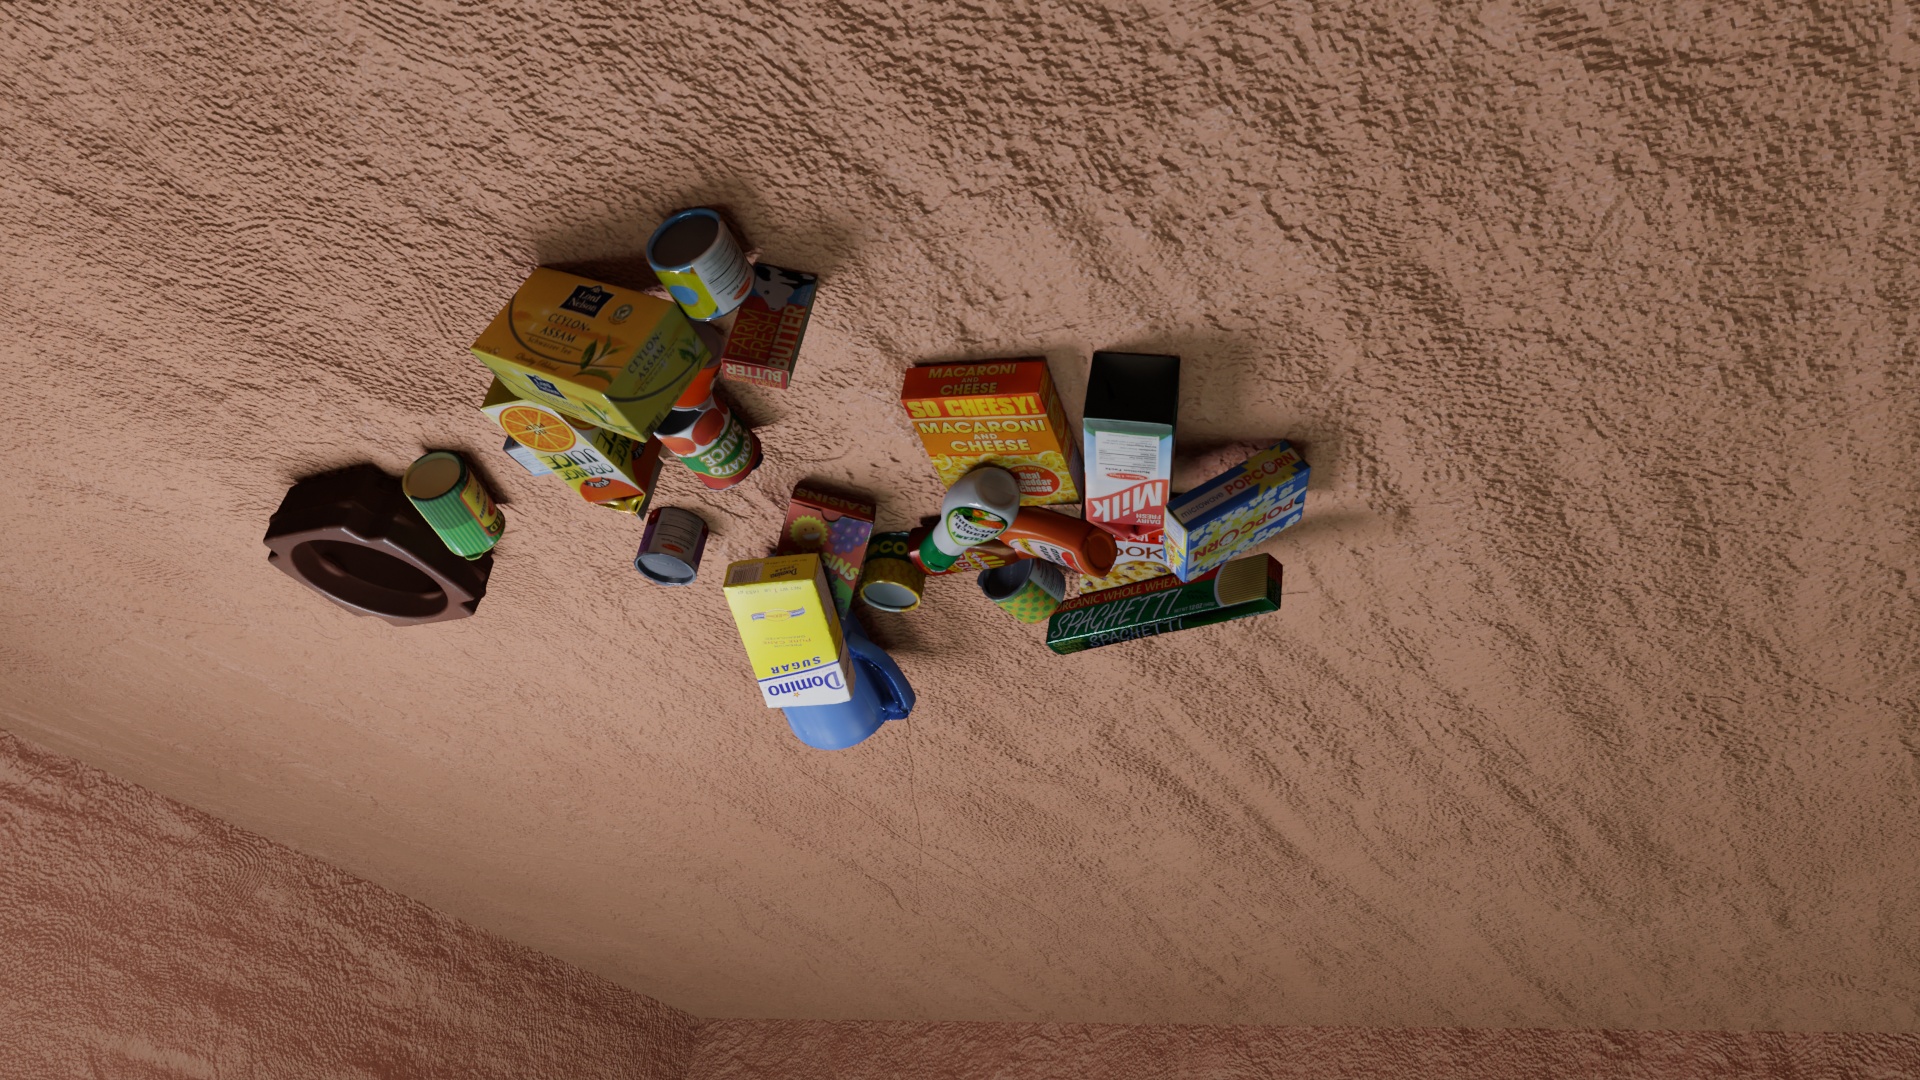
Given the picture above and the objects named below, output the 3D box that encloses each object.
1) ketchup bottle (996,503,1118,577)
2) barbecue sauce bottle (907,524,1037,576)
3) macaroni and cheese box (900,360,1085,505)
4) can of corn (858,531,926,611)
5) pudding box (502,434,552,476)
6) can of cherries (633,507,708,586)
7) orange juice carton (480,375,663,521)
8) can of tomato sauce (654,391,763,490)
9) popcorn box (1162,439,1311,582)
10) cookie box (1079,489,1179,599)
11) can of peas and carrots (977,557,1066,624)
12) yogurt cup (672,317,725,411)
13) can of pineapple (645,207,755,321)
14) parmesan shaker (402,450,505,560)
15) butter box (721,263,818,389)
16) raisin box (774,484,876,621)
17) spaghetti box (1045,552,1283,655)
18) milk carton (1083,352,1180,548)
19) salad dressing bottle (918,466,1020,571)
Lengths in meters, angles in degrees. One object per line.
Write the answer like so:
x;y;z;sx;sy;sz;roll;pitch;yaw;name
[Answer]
0.072;-0.009;1.287;0.149;0.043;0.064;19;164;39;ketchup bottle
0.026;0.004;1.370;0.148;0.044;0.064;-7;152;25;barbecue sauce bottle
0.031;-0.091;1.216;0.124;0.040;0.165;-1;148;18;macaroni and cheese box
-0.067;0.032;1.430;0.071;0.058;0.070;7;149;5;can of corn
-0.396;-0.092;1.352;0.083;0.030;0.049;-9;143;28;pudding box
-0.304;0.008;1.461;0.071;0.058;0.071;7;149;4;can of cherries
-0.342;-0.098;1.286;0.073;0.072;0.192;-7;144;28;orange juice carton
-0.229;-0.095;1.260;0.071;0.071;0.083;-7;144;27;can of tomato sauce
0.237;-0.024;1.202;0.127;0.038;0.084;-28;148;-11;popcorn box
0.178;0.014;1.345;0.123;0.040;0.166;5;150;8;cookie box
0.062;0.044;1.403;0.071;0.071;0.058;-17;140;37;can of peas and carrots
-0.233;-0.152;1.175;0.072;0.073;0.053;23;139;-19;yogurt cup
-0.200;-0.212;1.063;0.071;0.071;0.057;-2;146;20;can of pineapple
-0.524;-0.036;1.442;0.071;0.071;0.102;4;148;11;parmesan shaker
-0.148;-0.168;1.083;0.053;0.104;0.024;11;148;0;butter box
-0.140;0.013;1.387;0.086;0.040;0.122;15;118;-6;raisin box
0.190;0.064;1.334;0.249;0.050;0.028;-16;140;36;spaghetti box
0.145;-0.072;1.184;0.073;0.073;0.189;5;148;10;milk carton
0.005;-0.016;1.267;0.064;0.044;0.147;19;150;-15;salad dressing bottle
